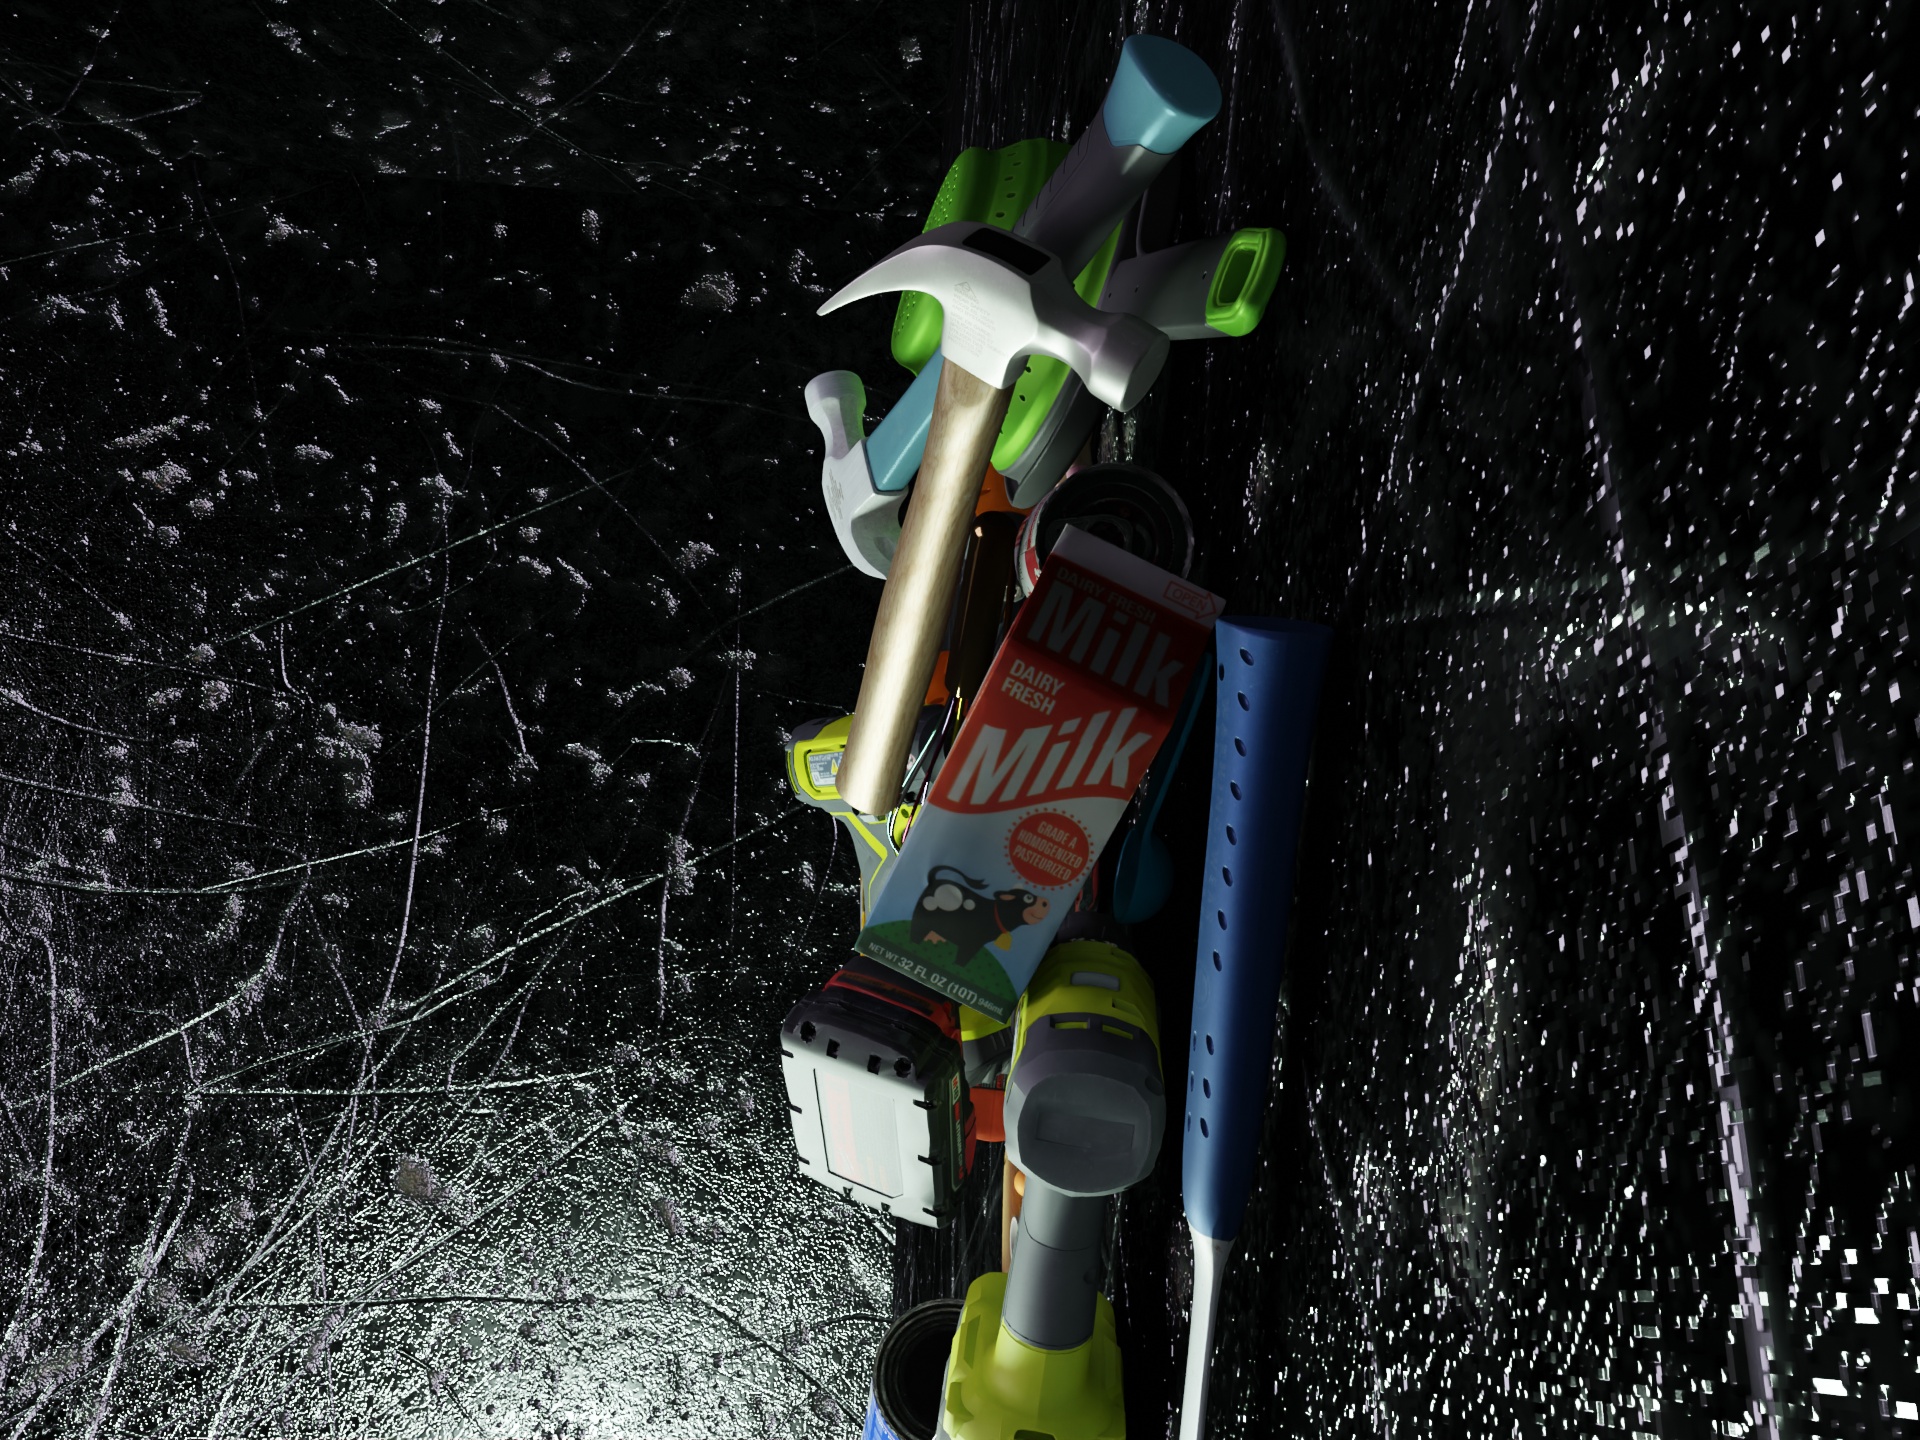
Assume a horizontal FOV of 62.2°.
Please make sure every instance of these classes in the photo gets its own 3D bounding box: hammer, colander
[{"bbox_3d":[0.008,-0.161,0.660,0.331,0.033,0.128,-40,60,59],"label":"hammer"},{"bbox_3d":[0.081,0.171,0.503,0.144,0.035,0.405,-110,24,-80],"label":"hammer"},{"bbox_3d":[-0.017,-0.066,0.684,0.031,0.130,0.331,-45,-17,-37],"label":"hammer"},{"bbox_3d":[0.038,-0.200,0.714,0.397,0.094,0.204,-129,58,-75],"label":"colander"}]

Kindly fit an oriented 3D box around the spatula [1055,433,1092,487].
[{"bbox_3d":[0.065,-0.095,0.997,0.082,0.044,0.317,-93,12,-59],"label":"spatula"}]

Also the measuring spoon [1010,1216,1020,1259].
[{"bbox_3d":[0.049,0.355,0.965,0.124,0.018,0.034,-106,18,-55],"label":"measuring spoon"}]

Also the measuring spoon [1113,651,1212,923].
[{"bbox_3d":[0.090,0.030,0.655,0.042,0.021,0.128,-89,13,-62],"label":"measuring spoon"}]

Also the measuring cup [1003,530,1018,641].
[{"bbox_3d":[0.052,-0.040,0.940,0.095,0.052,0.174,101,173,-60],"label":"measuring cup"}]

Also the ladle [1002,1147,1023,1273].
[{"bbox_3d":[0.036,0.401,0.994,0.316,0.031,0.069,-89,9,-48],"label":"ladle"}]

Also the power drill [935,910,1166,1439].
[{"bbox_3d":[0.044,0.206,0.697,0.190,0.080,0.228,-71,-12,-76],"label":"power drill"}]

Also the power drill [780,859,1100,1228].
[{"bbox_3d":[0.007,0.141,0.798,0.227,0.080,0.187,-50,-33,-45],"label":"power drill"}]

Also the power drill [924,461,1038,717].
[{"bbox_3d":[0.019,-0.068,1.203,0.164,0.084,0.226,-94,12,-56],"label":"power drill"}]

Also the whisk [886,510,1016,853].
[{"bbox_3d":[-0.002,-0.004,0.805,0.047,0.051,0.244,-43,-27,-42],"label":"whisk"}]

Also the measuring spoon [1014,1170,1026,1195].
[{"bbox_3d":[0.046,0.283,1.024,0.116,0.011,0.021,100,172,-57],"label":"measuring spoon"}]

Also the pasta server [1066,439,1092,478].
[{"bbox_3d":[0.057,-0.161,0.892,0.060,0.040,0.317,125,147,-51],"label":"pasta server"}]

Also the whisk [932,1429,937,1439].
[{"bbox_3d":[0.029,0.348,0.884,0.059,0.057,0.246,32,118,36],"label":"whisk"}]

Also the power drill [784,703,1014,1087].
[{"bbox_3d":[-0.023,0.102,0.959,0.171,0.080,0.223,-7,97,52],"label":"power drill"}]
